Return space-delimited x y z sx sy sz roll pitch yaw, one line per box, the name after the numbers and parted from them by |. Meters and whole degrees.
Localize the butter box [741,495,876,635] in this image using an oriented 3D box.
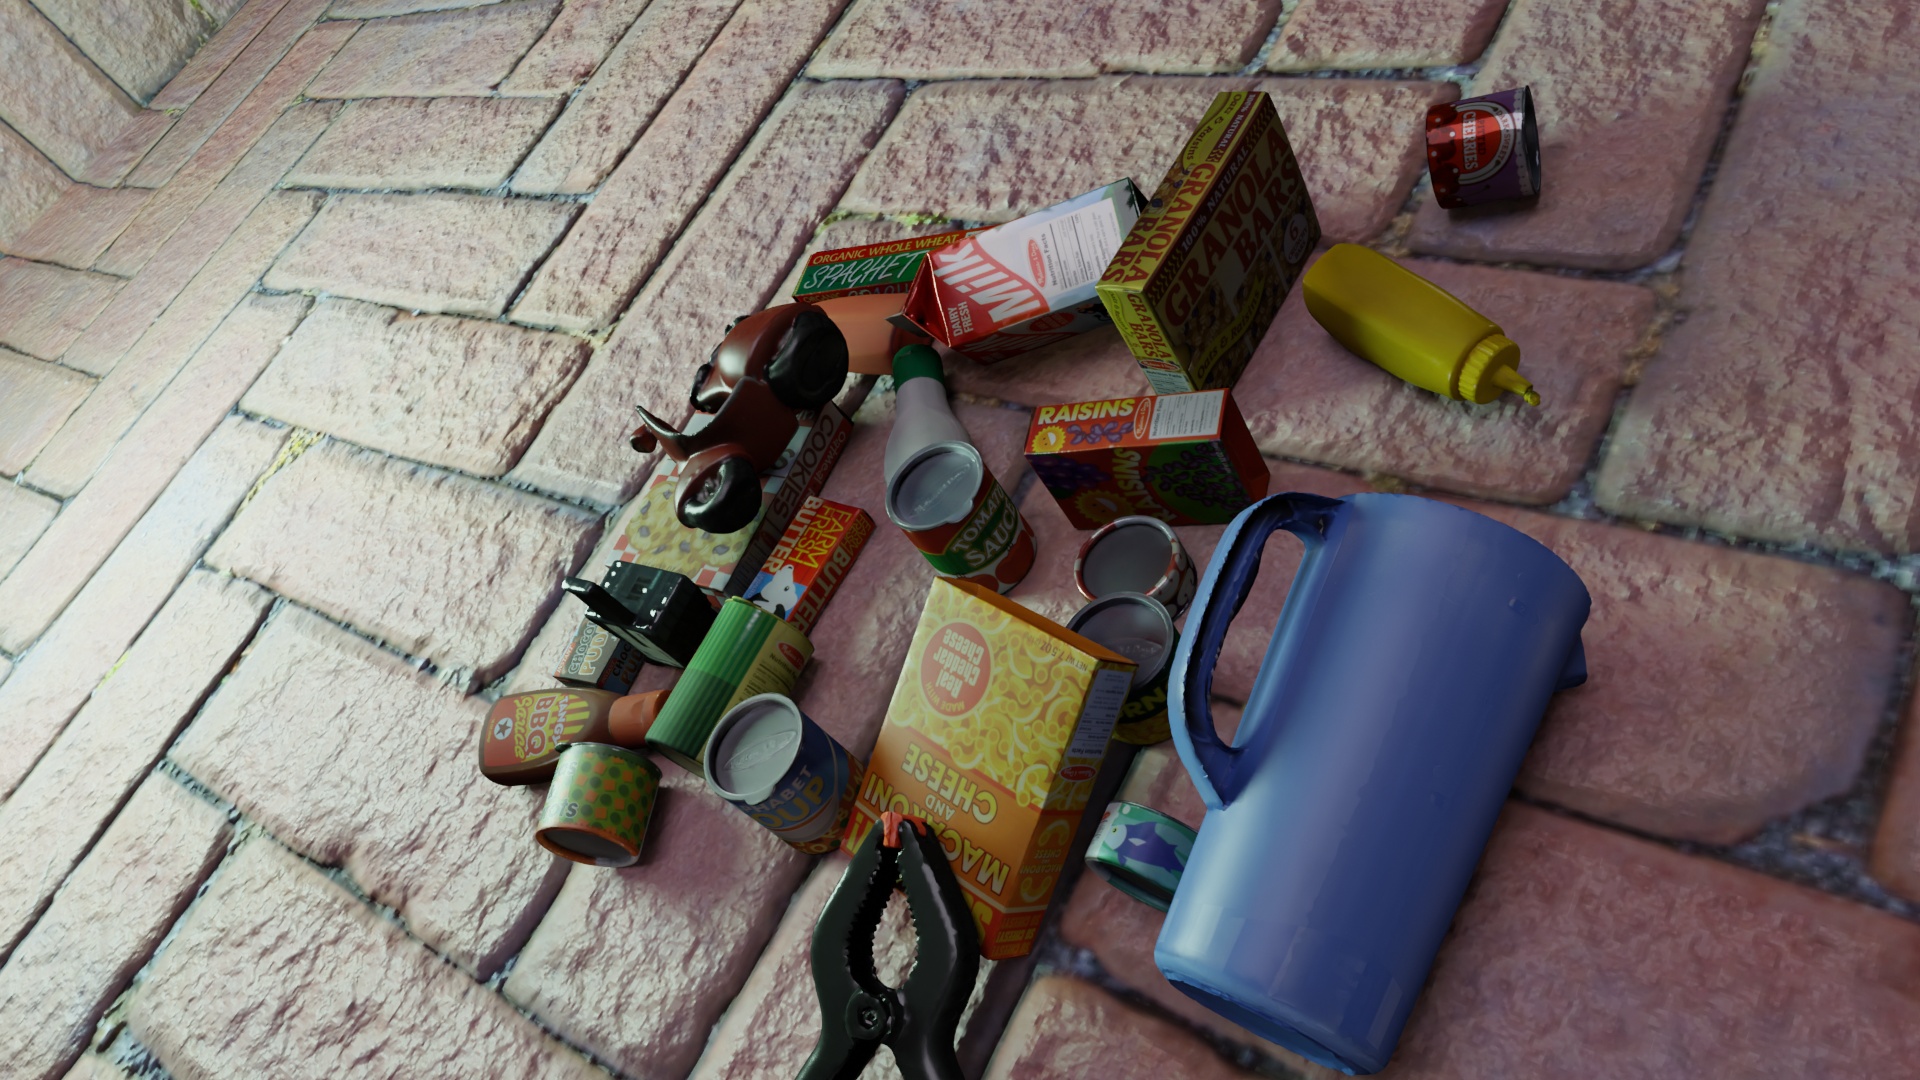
-0.106 0.019 0.950 0.053 0.024 0.104 15 65 39 | butter box

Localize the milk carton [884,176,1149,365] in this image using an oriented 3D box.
0.045 -0.176 0.960 0.190 0.072 0.073 -16 80 19 | milk carton

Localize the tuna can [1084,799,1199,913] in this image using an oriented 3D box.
0.099 0.160 0.688 0.071 0.071 0.033 14 65 38 | tuna can

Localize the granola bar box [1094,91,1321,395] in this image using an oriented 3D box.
0.161 -0.178 0.872 0.039 0.124 0.166 16 66 40 | granola bar box

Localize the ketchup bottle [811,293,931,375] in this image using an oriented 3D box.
-0.094 -0.159 1.068 0.149 0.043 0.065 6 59 35 | ketchup bottle

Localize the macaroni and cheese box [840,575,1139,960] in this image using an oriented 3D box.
0.010 0.118 0.744 0.124 0.040 0.166 25 98 42 | macaroni and cheese box

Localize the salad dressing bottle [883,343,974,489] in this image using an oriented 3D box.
-0.024 -0.076 0.962 0.064 0.044 0.148 -23 46 17 | salad dressing bottle

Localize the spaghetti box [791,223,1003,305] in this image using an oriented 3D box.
-0.018 -0.211 1.072 0.250 0.028 0.050 -2 56 30 | spaghetti box

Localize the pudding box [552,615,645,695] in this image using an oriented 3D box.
-0.248 0.070 0.992 0.049 0.030 0.084 5 59 35 | pudding box

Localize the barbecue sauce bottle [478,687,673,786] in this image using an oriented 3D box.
-0.256 0.128 0.942 0.148 0.043 0.065 -11 58 24 | barbecue sauce bottle

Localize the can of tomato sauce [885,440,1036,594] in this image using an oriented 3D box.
0.003 -0.011 0.866 0.071 0.083 0.071 -16 50 20 | can of tomato sauce

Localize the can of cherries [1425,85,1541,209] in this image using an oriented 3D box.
0.324 -0.243 0.860 0.058 0.071 0.072 -4 55 30 | can of cherries

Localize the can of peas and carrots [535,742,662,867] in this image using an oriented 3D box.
-0.230 0.167 0.878 0.071 0.070 0.059 -9 53 26 | can of peas and carrots

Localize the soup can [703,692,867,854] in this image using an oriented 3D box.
-0.099 0.140 0.810 0.071 0.083 0.072 -17 49 21 | soup can

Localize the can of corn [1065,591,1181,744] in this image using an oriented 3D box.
0.094 0.073 0.762 0.071 0.058 0.071 -16 49 20 | can of corn

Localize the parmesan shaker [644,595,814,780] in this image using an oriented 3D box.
-0.148 0.096 0.882 0.071 0.071 0.103 12 63 37 | parmesan shaker

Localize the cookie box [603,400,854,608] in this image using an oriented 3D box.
-0.168 -0.034 1.018 0.123 0.040 0.168 9 62 35 | cookie box

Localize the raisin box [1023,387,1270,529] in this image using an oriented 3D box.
0.111 -0.047 0.826 0.123 0.086 0.040 -3 57 30 | raisin box

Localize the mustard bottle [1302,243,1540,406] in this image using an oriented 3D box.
0.271 -0.117 0.803 0.049 0.065 0.161 -47 52 -1 | mustard bottle

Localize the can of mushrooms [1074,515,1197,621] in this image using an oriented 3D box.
0.101 0.022 0.816 0.071 0.033 0.071 -16 50 20 | can of mushrooms
